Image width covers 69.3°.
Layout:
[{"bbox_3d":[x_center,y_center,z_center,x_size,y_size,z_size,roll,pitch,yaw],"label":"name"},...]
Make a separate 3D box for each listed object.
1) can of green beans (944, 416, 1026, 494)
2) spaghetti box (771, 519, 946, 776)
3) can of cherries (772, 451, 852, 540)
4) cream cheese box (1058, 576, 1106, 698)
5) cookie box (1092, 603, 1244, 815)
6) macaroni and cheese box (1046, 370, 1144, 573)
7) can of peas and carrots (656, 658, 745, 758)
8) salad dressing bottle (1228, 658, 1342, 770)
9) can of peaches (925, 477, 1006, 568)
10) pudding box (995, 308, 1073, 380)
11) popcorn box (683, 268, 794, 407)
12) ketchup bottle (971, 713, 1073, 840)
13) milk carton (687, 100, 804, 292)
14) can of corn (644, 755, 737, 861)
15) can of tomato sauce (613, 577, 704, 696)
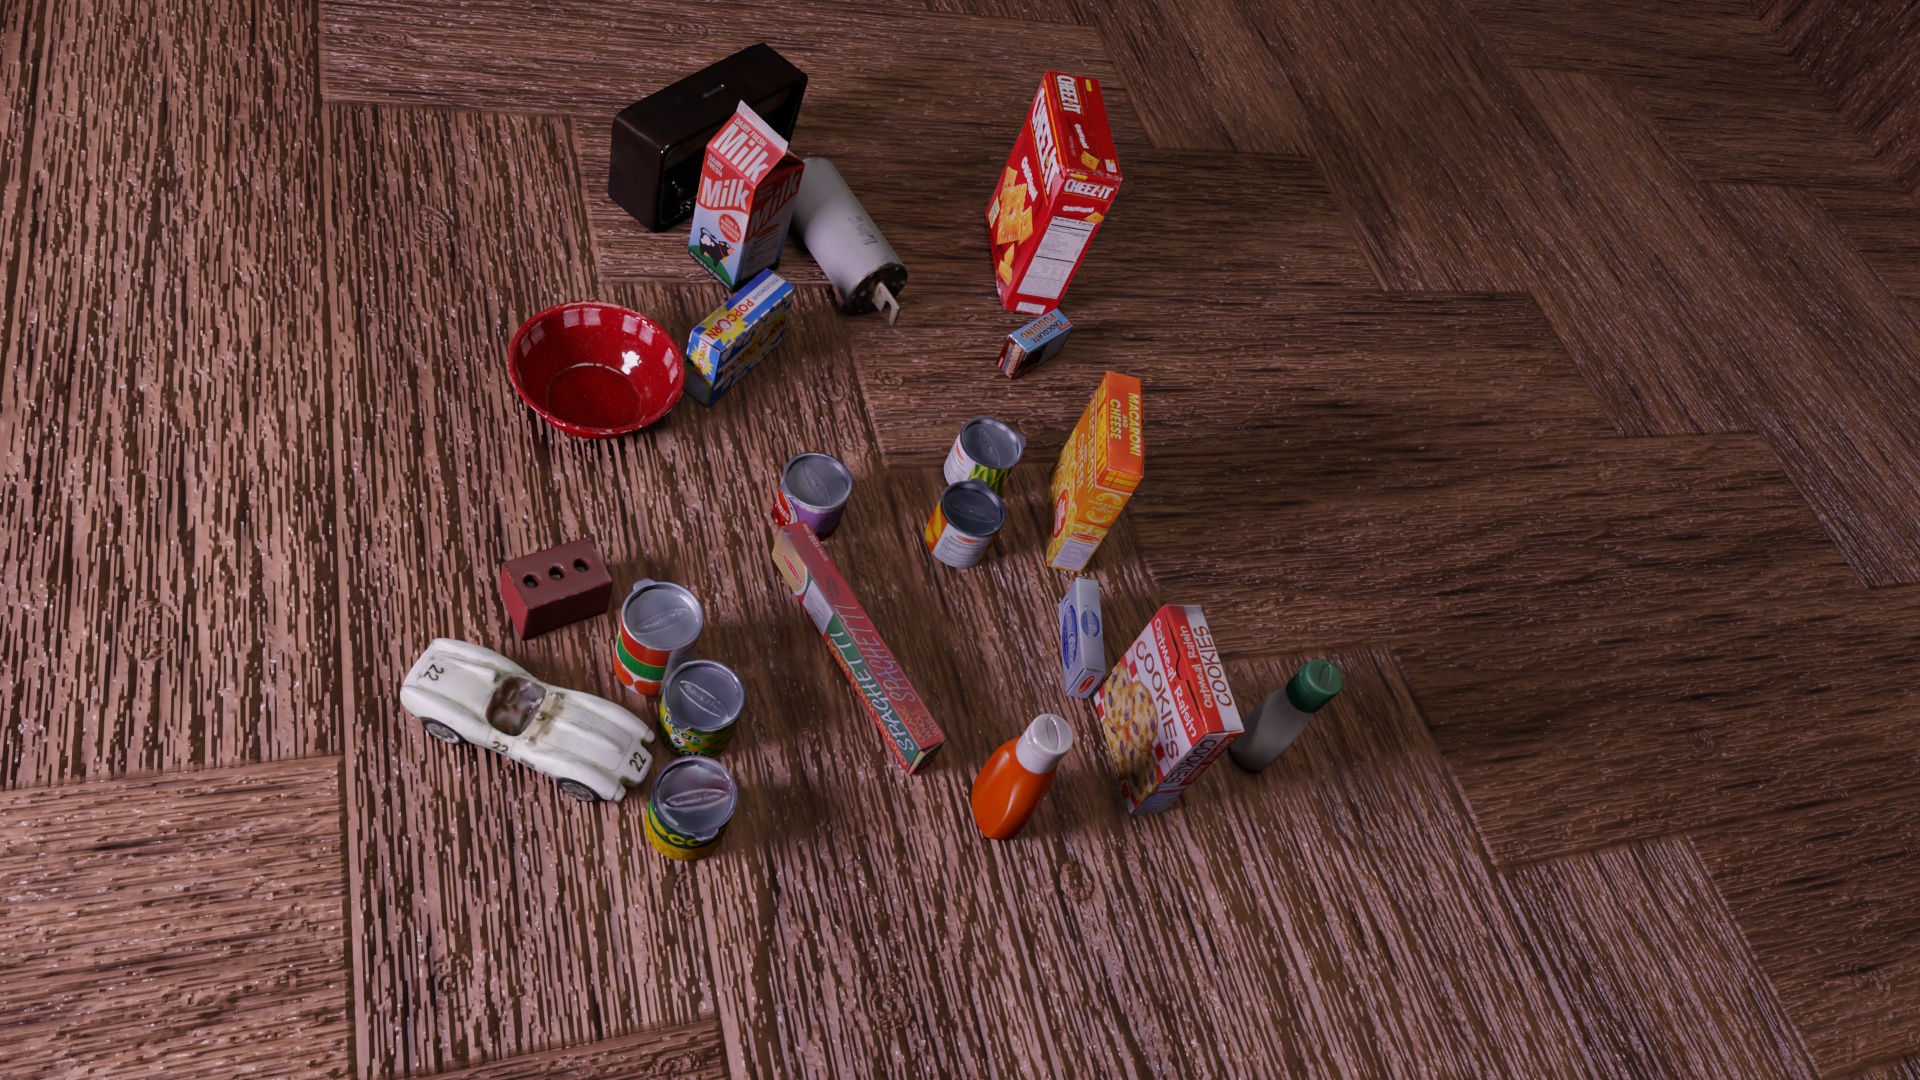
[{"bbox_3d":[0.022,-0.081,1.398,0.071,0.057,0.071,10,53,-14],"label":"can of green beans"},{"bbox_3d":[-0.093,0.093,1.235,0.029,0.050,0.250,-21,66,-31],"label":"spaghetti box"},{"bbox_3d":[-0.142,-0.040,1.307,0.071,0.058,0.072,10,53,-14],"label":"can of cherries"},{"bbox_3d":[0.114,0.091,1.311,0.024,0.053,0.104,9,53,-14],"label":"cream cheese box"},{"bbox_3d":[0.178,0.150,1.220,0.040,0.166,0.123,-1,57,-21],"label":"cookie box"},{"bbox_3d":[0.131,-0.065,1.357,0.040,0.165,0.124,13,53,-12],"label":"macaroni and cheese box"},{"bbox_3d":[-0.217,0.142,1.148,0.071,0.058,0.071,10,53,-14],"label":"can of peas and carrots"},{"bbox_3d":[0.297,0.159,1.271,0.044,0.146,0.064,30,51,2],"label":"salad dressing bottle"},{"bbox_3d":[0.005,-0.017,1.345,0.071,0.057,0.071,10,53,-14],"label":"can of peaches"},{"bbox_3d":[0.082,-0.215,1.521,0.084,0.049,0.030,-34,73,-35],"label":"pudding box"},{"bbox_3d":[-0.220,-0.201,1.376,0.038,0.084,0.127,35,51,6],"label":"popcorn box"},{"bbox_3d":[0.051,0.193,1.154,0.043,0.148,0.065,2,56,-19],"label":"ketchup bottle"},{"bbox_3d":[-0.217,-0.353,1.418,0.072,0.189,0.074,43,53,12],"label":"milk carton"},{"bbox_3d":[-0.213,0.215,1.097,0.071,0.058,0.071,10,53,-14],"label":"can of corn"},{"bbox_3d":[-0.255,0.082,1.161,0.071,0.082,0.071,10,53,-14],"label":"can of tomato sauce"}]
